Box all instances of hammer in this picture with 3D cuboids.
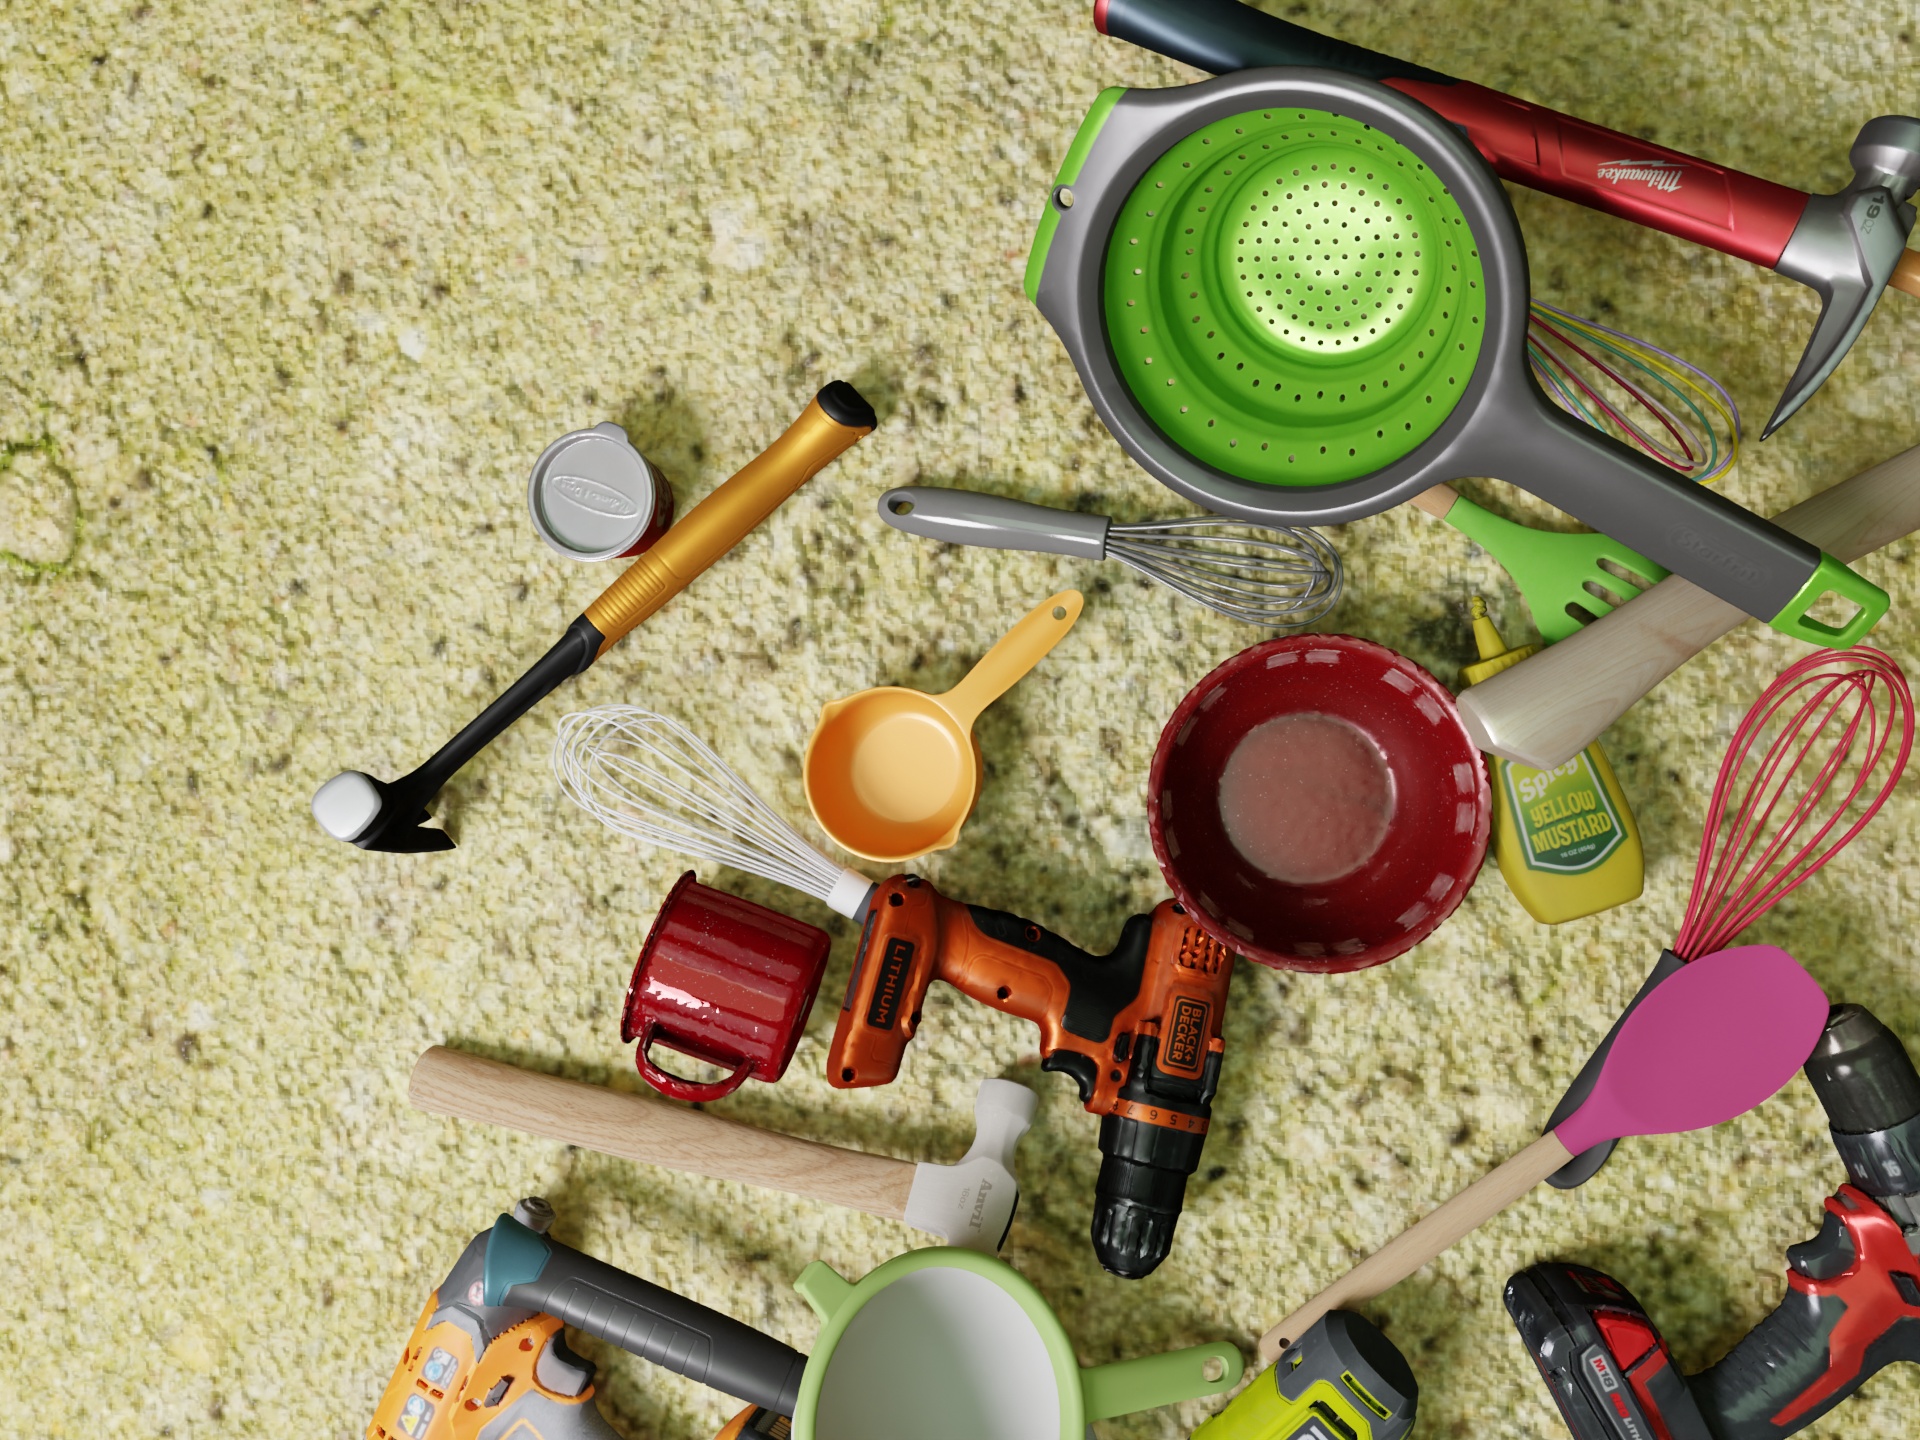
[{"bbox_3d":[-0.175,-0.053,0.819,0.337,0.127,0.034,-42,83,-3],"label":"hammer"},{"bbox_3d":[-0.085,0.325,0.780,0.331,0.128,0.033,22,137,4],"label":"hammer"},{"bbox_3d":[0.232,-0.265,0.745,0.386,0.038,0.143,26,95,17],"label":"hammer"},{"bbox_3d":[-0.134,0.220,0.819,0.331,0.031,0.130,9,60,14],"label":"hammer"},{"bbox_3d":[0.410,-0.103,0.725,0.410,0.038,0.146,-28,85,0],"label":"hammer"}]

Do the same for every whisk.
[{"bbox_3d":[-0.085,0.072,0.818,0.284,0.070,0.070,29,95,3],"label":"whisk"},{"bbox_3d":[0.268,-0.193,0.771,0.245,0.047,0.051,41,84,10],"label":"whisk"},{"bbox_3d":[0.072,-0.088,0.799,0.239,0.055,0.055,11,92,13],"label":"whisk"},{"bbox_3d":[0.355,0.098,0.752,0.073,0.073,0.296,28,101,7],"label":"whisk"}]

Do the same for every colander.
[{"bbox_3d":[0.227,-0.157,0.716,0.397,0.094,0.204,31,130,7],"label":"colander"}]

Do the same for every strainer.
[{"bbox_3d":[0.022,0.322,0.752,0.069,0.256,0.152,-27,64,51],"label":"strainer"}]

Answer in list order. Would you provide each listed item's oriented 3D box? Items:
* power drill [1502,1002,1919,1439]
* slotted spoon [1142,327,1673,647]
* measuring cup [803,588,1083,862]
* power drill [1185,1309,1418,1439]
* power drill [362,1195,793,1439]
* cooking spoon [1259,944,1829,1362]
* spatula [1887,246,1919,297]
[{"bbox_3d":[0.375,0.255,0.740,0.226,0.080,0.188,-27,87,5],"label":"power drill"},{"bbox_3d":[0.218,-0.117,0.784,0.314,0.031,0.070,33,90,8],"label":"slotted spoon"},{"bbox_3d":[-0.001,-0.003,0.806,0.173,0.052,0.095,-43,84,5],"label":"measuring cup"},{"bbox_3d":[0.205,0.418,0.762,0.223,0.080,0.171,43,103,7],"label":"power drill"},{"bbox_3d":[-0.184,0.361,0.823,0.226,0.084,0.164,26,93,11],"label":"power drill"},{"bbox_3d":[0.267,0.216,0.759,0.319,0.017,0.069,-42,83,16],"label":"cooking spoon"},{"bbox_3d":[0.445,-0.181,0.703,0.323,0.041,0.081,37,83,29],"label":"spatula"}]
